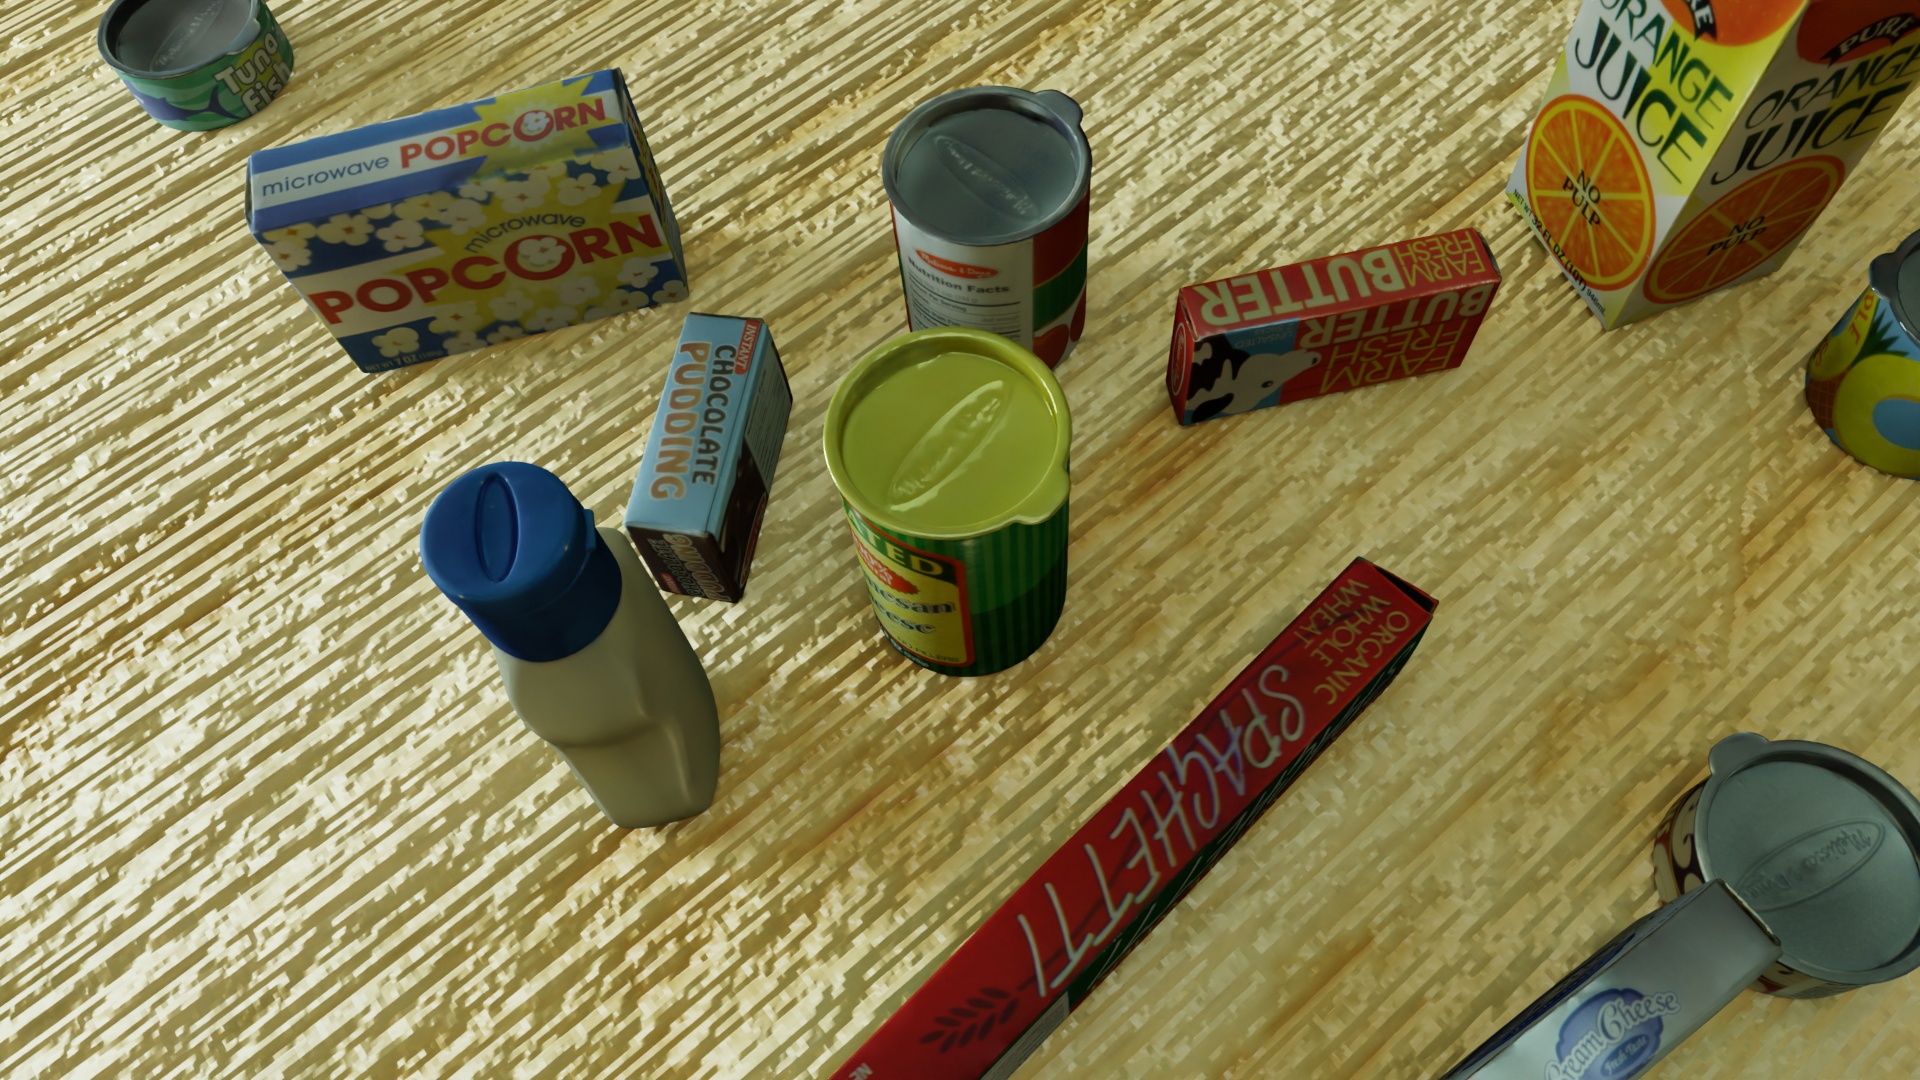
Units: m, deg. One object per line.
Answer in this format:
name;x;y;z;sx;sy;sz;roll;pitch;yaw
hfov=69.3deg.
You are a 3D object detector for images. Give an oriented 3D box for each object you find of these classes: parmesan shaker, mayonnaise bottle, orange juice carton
parmesan shaker;0.001;-0.005;0.413;0.071;0.102;0.071;-2;63;3
mayonnaise bottle;-0.100;0.030;0.376;0.041;0.147;0.065;-12;63;-2
orange juice carton;0.242;-0.156;0.425;0.073;0.191;0.072;-20;63;-6

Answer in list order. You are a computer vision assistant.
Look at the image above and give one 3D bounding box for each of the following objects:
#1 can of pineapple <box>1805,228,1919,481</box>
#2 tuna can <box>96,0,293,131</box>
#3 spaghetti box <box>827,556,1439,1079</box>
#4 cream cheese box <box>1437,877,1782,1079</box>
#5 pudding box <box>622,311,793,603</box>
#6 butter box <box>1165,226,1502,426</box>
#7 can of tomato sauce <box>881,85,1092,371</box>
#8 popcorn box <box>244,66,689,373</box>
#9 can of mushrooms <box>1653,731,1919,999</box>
can of pineapple;0.317;-0.061;0.446;0.071;0.057;0.071;-2;63;3
tuna can;-0.314;-0.204;0.577;0.071;0.032;0.071;-2;62;3
spaghetti box;0.040;0.099;0.385;0.251;0.050;0.029;-41;67;-16
cream cheese box;0.157;0.131;0.359;0.104;0.053;0.024;-32;65;-12
pudding box;-0.081;-0.028;0.460;0.030;0.049;0.084;6;63;7
butter box;0.123;-0.071;0.467;0.103;0.053;0.024;-12;63;-3
can of tomato sauce;0.012;-0.102;0.474;0.071;0.082;0.071;-2;63;3
popcorn box;-0.168;-0.109;0.489;0.127;0.085;0.038;-15;63;-4
can of mushrooms;0.231;0.090;0.387;0.071;0.033;0.071;-2;62;3
